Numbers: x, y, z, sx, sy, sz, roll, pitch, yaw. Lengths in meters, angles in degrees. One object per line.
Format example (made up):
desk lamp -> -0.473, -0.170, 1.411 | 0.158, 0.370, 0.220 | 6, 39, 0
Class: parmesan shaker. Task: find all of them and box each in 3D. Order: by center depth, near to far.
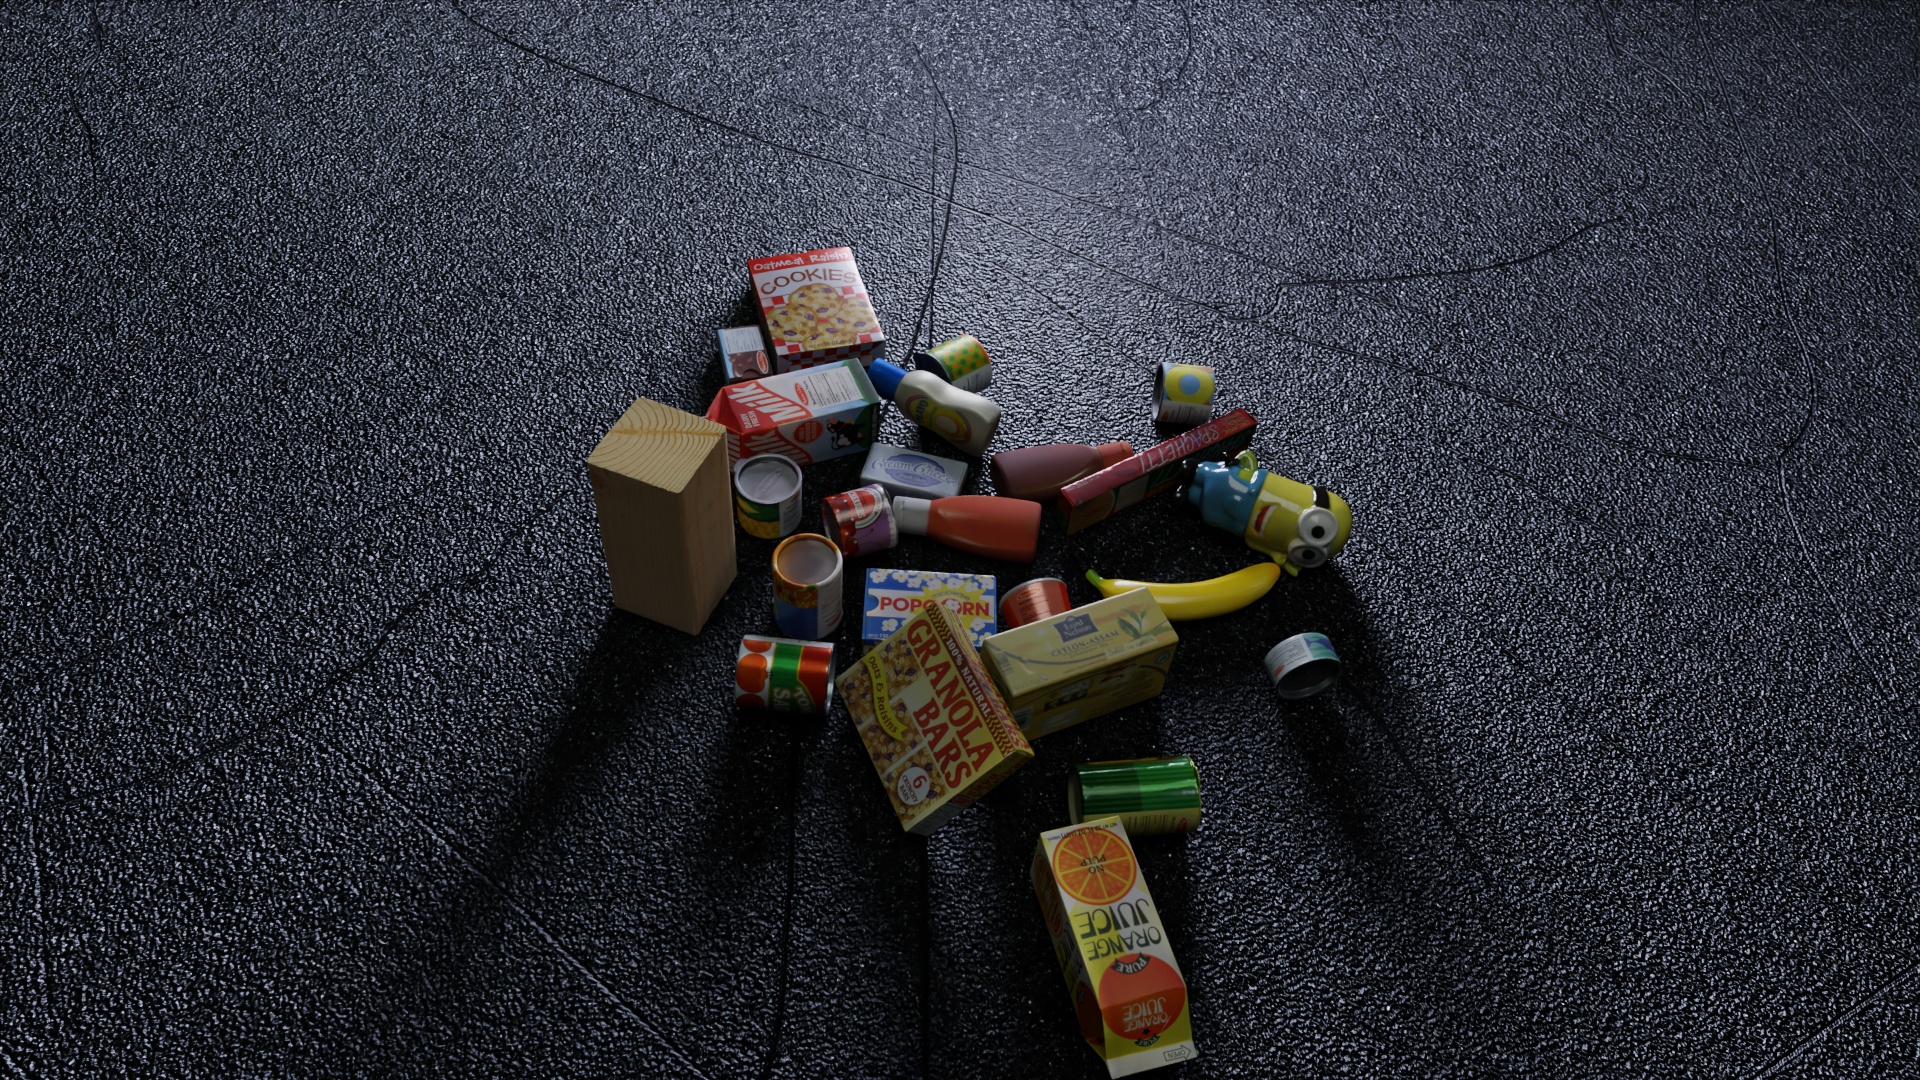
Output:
parmesan shaker -> 0.149, 0.220, 1.199 | 0.103, 0.071, 0.071 | -2, 51, -8

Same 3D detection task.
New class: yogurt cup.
yogurt cup -> 0.076, 0.075, 1.318 | 0.072, 0.072, 0.054 | -11, 61, -14

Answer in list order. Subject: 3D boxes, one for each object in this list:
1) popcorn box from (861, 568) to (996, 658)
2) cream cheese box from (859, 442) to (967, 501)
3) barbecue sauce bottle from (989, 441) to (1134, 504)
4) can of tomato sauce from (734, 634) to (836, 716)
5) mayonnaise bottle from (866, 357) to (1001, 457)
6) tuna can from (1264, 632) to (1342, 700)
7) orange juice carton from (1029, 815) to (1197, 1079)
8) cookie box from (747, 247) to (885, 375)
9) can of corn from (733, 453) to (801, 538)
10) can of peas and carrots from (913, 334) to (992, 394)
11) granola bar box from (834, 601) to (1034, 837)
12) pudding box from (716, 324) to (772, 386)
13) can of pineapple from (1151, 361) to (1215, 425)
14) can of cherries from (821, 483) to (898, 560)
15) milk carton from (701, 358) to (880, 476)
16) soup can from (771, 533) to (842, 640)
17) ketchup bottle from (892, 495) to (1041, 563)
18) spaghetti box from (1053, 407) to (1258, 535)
popcorn box -> -0.029, 0.073, 1.324 | 0.127, 0.038, 0.085 | 4, 51, -3
cream cheese box -> -0.049, -0.066, 1.446 | 0.104, 0.024, 0.054 | 13, 50, 5
barbecue sauce bottle -> 0.109, -0.074, 1.457 | 0.149, 0.043, 0.065 | -12, 53, -16
can of tomato sauce -> -0.157, 0.123, 1.252 | 0.083, 0.070, 0.071 | 6, 50, 0
mayonnaise bottle -> -0.031, -0.146, 1.481 | 0.148, 0.064, 0.041 | 28, 48, 9
tuna can -> 0.324, 0.119, 1.307 | 0.071, 0.070, 0.033 | -8, 51, -12
orange juice carton -> 0.121, 0.326, 1.107 | 0.072, 0.072, 0.193 | -10, 53, -14
cookie box -> -0.166, -0.264, 1.587 | 0.123, 0.040, 0.168 | -10, 52, -14
can of corn -> -0.194, -0.045, 1.392 | 0.071, 0.058, 0.071 | 3, 51, -3
can of peas and carrots -> -0.009, -0.188, 1.523 | 0.059, 0.070, 0.071 | -30, 59, -27
granola bar box -> -0.025, 0.155, 1.215 | 0.124, 0.039, 0.166 | -39, 55, 13
pudding box -> -0.239, -0.199, 1.533 | 0.050, 0.030, 0.084 | -9, 52, -14
can of pineapple -> 0.245, -0.163, 1.529 | 0.058, 0.070, 0.071 | 6, 50, -2
can of cherries -> -0.100, -0.020, 1.372 | 0.058, 0.071, 0.072 | -15, 54, -17
milk carton -> -0.185, -0.123, 1.449 | 0.191, 0.072, 0.074 | -15, 54, -19
soup can -> -0.147, 0.043, 1.308 | 0.071, 0.083, 0.072 | 3, 50, -3
ketchup bottle -> 0.005, -0.018, 1.399 | 0.149, 0.043, 0.065 | 8, 58, 1
spaghetti box -> 0.208, -0.074, 1.463 | 0.251, 0.049, 0.029 | -25, 58, -24
